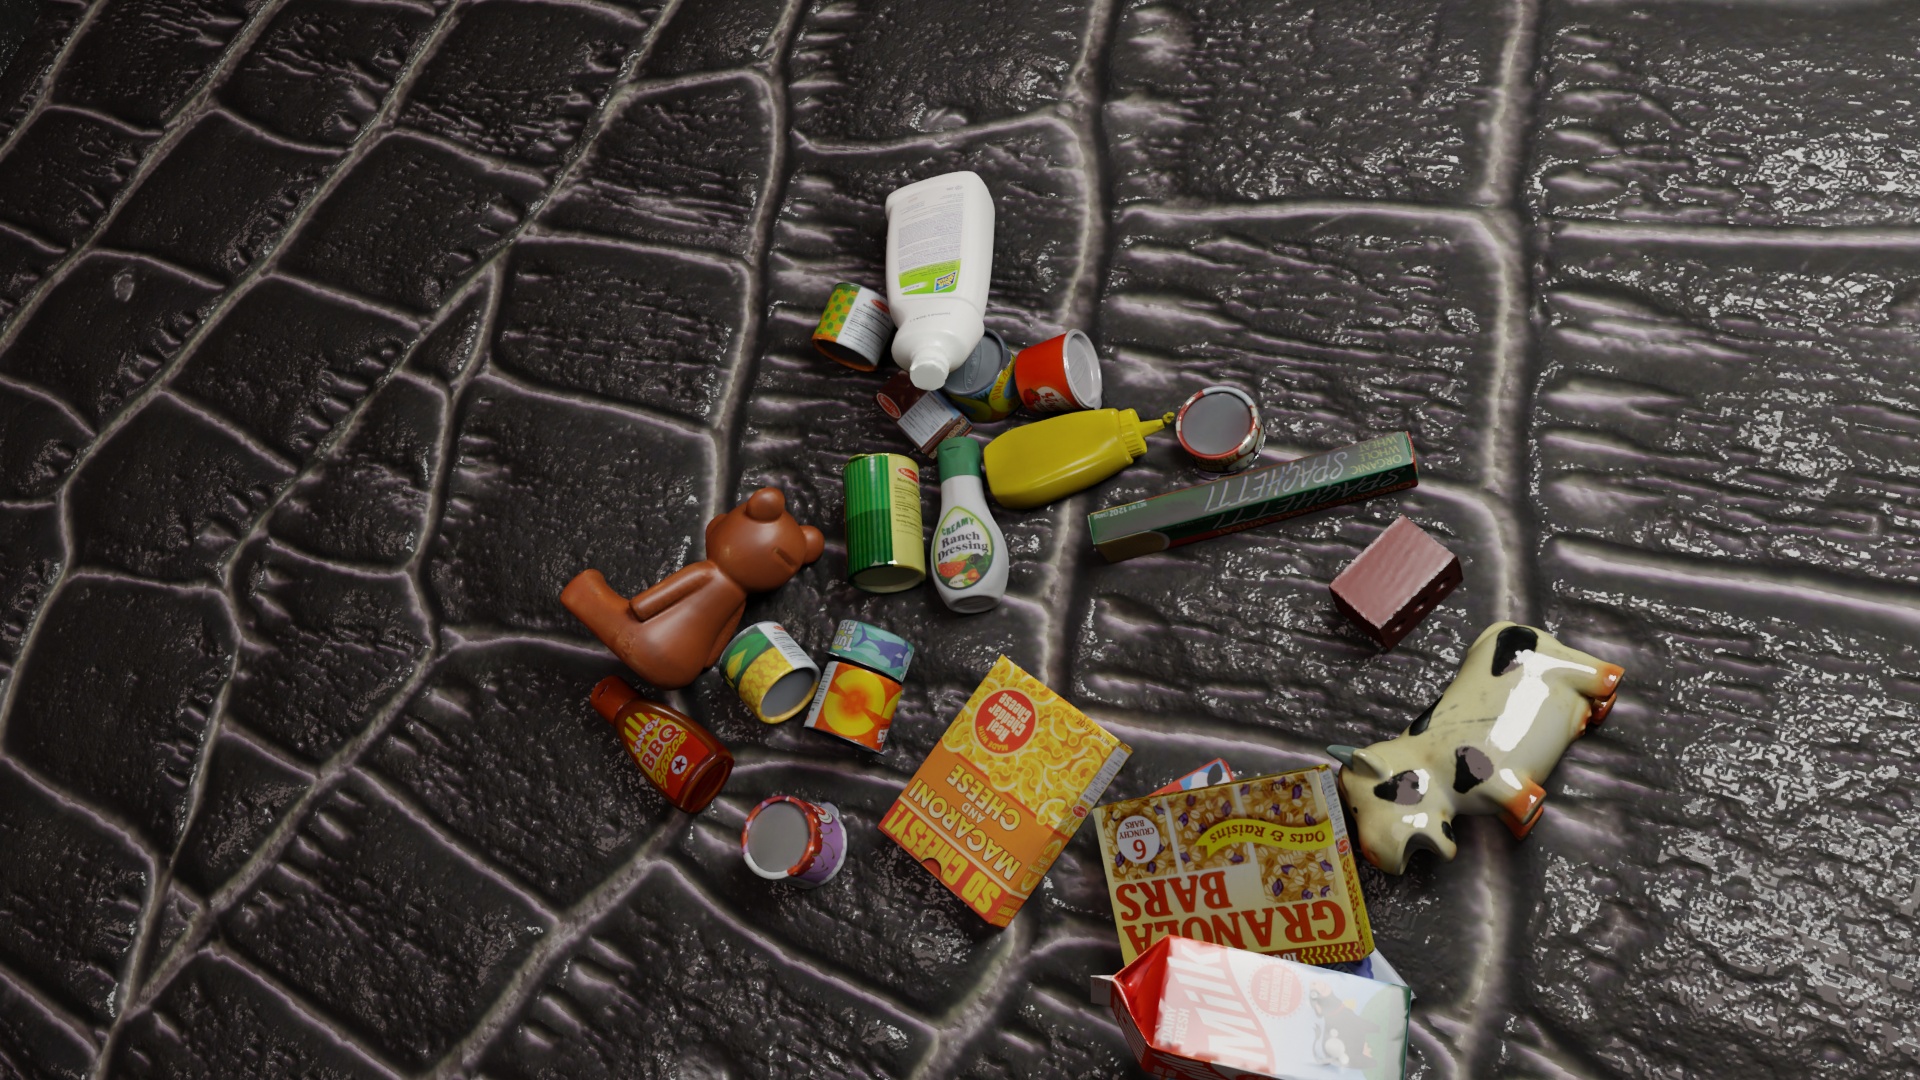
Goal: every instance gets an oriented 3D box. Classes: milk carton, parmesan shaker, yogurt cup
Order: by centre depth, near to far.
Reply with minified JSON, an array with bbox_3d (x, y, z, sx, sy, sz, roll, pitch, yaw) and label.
[{"bbox_3d":[0.175,0.302,0.868,0.191,0.072,0.074,10,59,11],"label":"milk carton"},{"bbox_3d":[0.081,-0.139,1.168,0.054,0.072,0.072,-10,65,29],"label":"yogurt cup"},{"bbox_3d":[-0.067,-0.014,1.176,0.071,0.071,0.103,-13,64,19],"label":"parmesan shaker"}]

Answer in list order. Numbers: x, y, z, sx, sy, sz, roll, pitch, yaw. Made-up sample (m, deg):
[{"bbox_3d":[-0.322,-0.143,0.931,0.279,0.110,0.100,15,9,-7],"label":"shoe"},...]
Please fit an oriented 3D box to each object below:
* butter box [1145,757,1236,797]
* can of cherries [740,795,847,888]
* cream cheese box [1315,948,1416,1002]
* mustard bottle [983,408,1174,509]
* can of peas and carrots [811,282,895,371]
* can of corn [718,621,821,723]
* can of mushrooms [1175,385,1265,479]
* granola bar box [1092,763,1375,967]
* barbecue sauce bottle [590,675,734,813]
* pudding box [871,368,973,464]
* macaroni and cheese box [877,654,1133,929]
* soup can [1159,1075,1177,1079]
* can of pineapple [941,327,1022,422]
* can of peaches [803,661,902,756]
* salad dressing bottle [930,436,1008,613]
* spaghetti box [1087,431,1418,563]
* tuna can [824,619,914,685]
[{"bbox_3d":[0.158,0.206,1.010,0.103,0.024,0.053,-29,61,11],"label":"butter box"},{"bbox_3d":[-0.132,0.238,1.106,0.071,0.058,0.072,-9,66,21],"label":"can of cherries"},{"bbox_3d":[0.252,0.281,0.936,0.053,0.024,0.104,-41,59,5],"label":"cream cheese box"},{"bbox_3d":[0.100,-0.074,1.139,0.160,0.048,0.065,-16,64,16],"label":"mustard bottle"},{"bbox_3d":[-0.096,-0.194,1.269,0.071,0.071,0.059,16,77,29],"label":"can of peas and carrots"},{"bbox_3d":[-0.161,0.113,1.168,0.071,0.071,0.058,-47,59,0],"label":"can of corn"},{"bbox_3d":[0.206,-0.086,1.106,0.071,0.033,0.071,-9,66,20],"label":"can of mushrooms"},{"bbox_3d":[0.182,0.227,0.940,0.165,0.039,0.124,-17,79,29],"label":"granola bar box"},{"bbox_3d":[-0.263,0.170,1.202,0.149,0.043,0.065,33,86,32],"label":"barbecue sauce bottle"},{"bbox_3d":[-0.034,-0.113,1.226,0.049,0.030,0.084,-45,58,3],"label":"pudding box"},{"bbox_3d":[0.032,0.190,1.064,0.124,0.040,0.166,34,85,32],"label":"macaroni and cheese box"},{"bbox_3d":[0.161,0.348,0.924,0.071,0.071,0.084,-35,59,7],"label":"soup can"},{"bbox_3d":[0.020,-0.142,1.198,0.071,0.057,0.071,-9,66,21],"label":"can of pineapple"},{"bbox_3d":[-0.084,0.136,1.125,0.071,0.071,0.058,12,74,28],"label":"can of peaches"},{"bbox_3d":[0.004,-0.015,1.160,0.064,0.044,0.148,-14,64,17],"label":"salad dressing bottle"},{"bbox_3d":[0.223,-0.032,1.066,0.250,0.050,0.029,-15,66,18],"label":"spaghetti box"},{"bbox_3d":[-0.075,0.091,1.136,0.071,0.071,0.033,12,73,28],"label":"tuna can"}]
